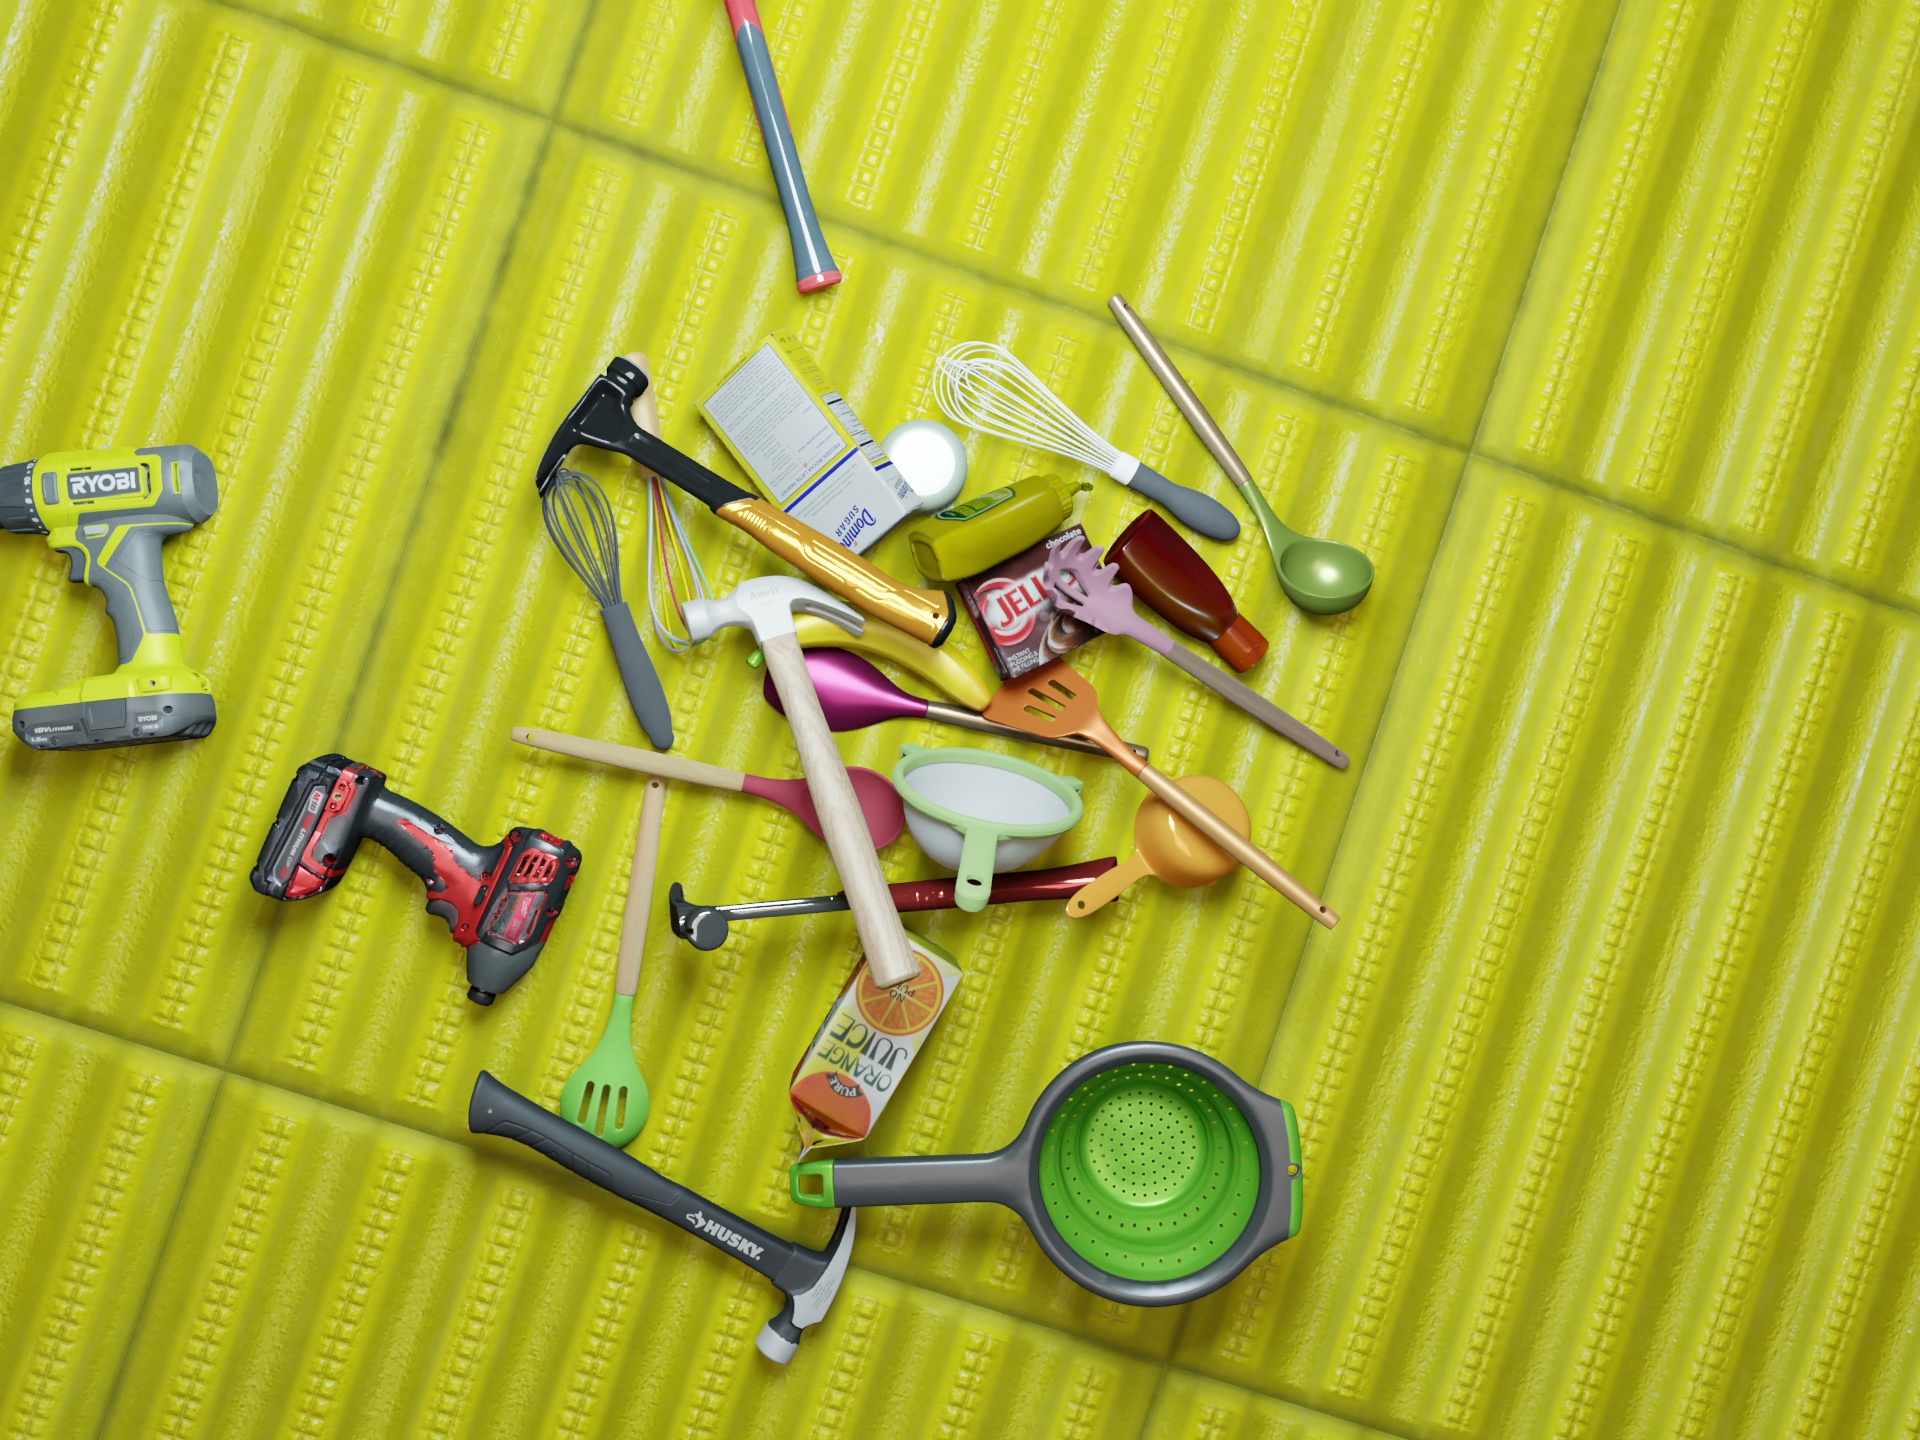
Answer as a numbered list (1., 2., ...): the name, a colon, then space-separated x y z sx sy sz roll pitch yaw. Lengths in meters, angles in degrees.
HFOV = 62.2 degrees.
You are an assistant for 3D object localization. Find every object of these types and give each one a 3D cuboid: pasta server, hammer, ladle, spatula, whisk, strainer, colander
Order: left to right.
1. whisk: -0.276 -0.088 1.261 0.055 0.055 0.239 -20 96 -4
2. hammer: -0.236 0.367 1.249 0.334 0.035 0.146 33 88 -12
3. whisk: -0.236 -0.172 1.263 0.051 0.047 0.245 -10 88 -3
4. ladle: -0.199 0.045 1.264 0.315 0.031 0.069 13 85 -8
5. hammer: -0.162 -0.526 1.226 0.038 0.143 0.386 -16 96 -1
6. hammer: -0.156 -0.147 1.217 0.337 0.034 0.127 31 71 2
7. hammer: -0.099 0.041 1.197 0.130 0.031 0.331 -17 74 -15
8. hammer: -0.047 0.139 1.259 0.359 0.149 0.037 -4 94 -16
9. strainer: 0.012 0.099 1.193 0.151 0.256 0.069 12 111 0
10. colander: 0.066 0.352 1.268 0.397 0.094 0.204 -3 90 3
11. whisk: 0.105 -0.220 1.284 0.284 0.070 0.070 28 88 -9
12. spatula: 0.161 0.057 1.240 0.323 0.041 0.081 39 72 14
13. pasta server: 0.192 -0.045 1.272 0.316 0.040 0.060 31 69 -15
14. ladle: 0.222 -0.220 1.290 0.078 0.062 0.320 -35 90 -32

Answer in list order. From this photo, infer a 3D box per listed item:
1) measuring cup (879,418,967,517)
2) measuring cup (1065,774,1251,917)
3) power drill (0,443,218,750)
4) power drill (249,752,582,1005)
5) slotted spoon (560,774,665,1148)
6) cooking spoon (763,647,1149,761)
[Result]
1. measuring cup: -0.010 -0.165 1.280 0.083 0.038 0.167 -28 92 -3
2. measuring cup: 0.157 0.106 1.256 0.173 0.052 0.095 -30 85 -28
3. power drill: -0.667 -0.094 1.215 0.190 0.080 0.228 -6 88 -4
4. power drill: -0.421 0.124 1.237 0.219 0.078 0.143 24 89 -7
5. slotted spoon: -0.267 0.192 1.271 0.070 0.031 0.314 9 88 -7
6. cooking spoon: -0.002 -0.004 1.292 0.319 0.017 0.069 12 89 -4
